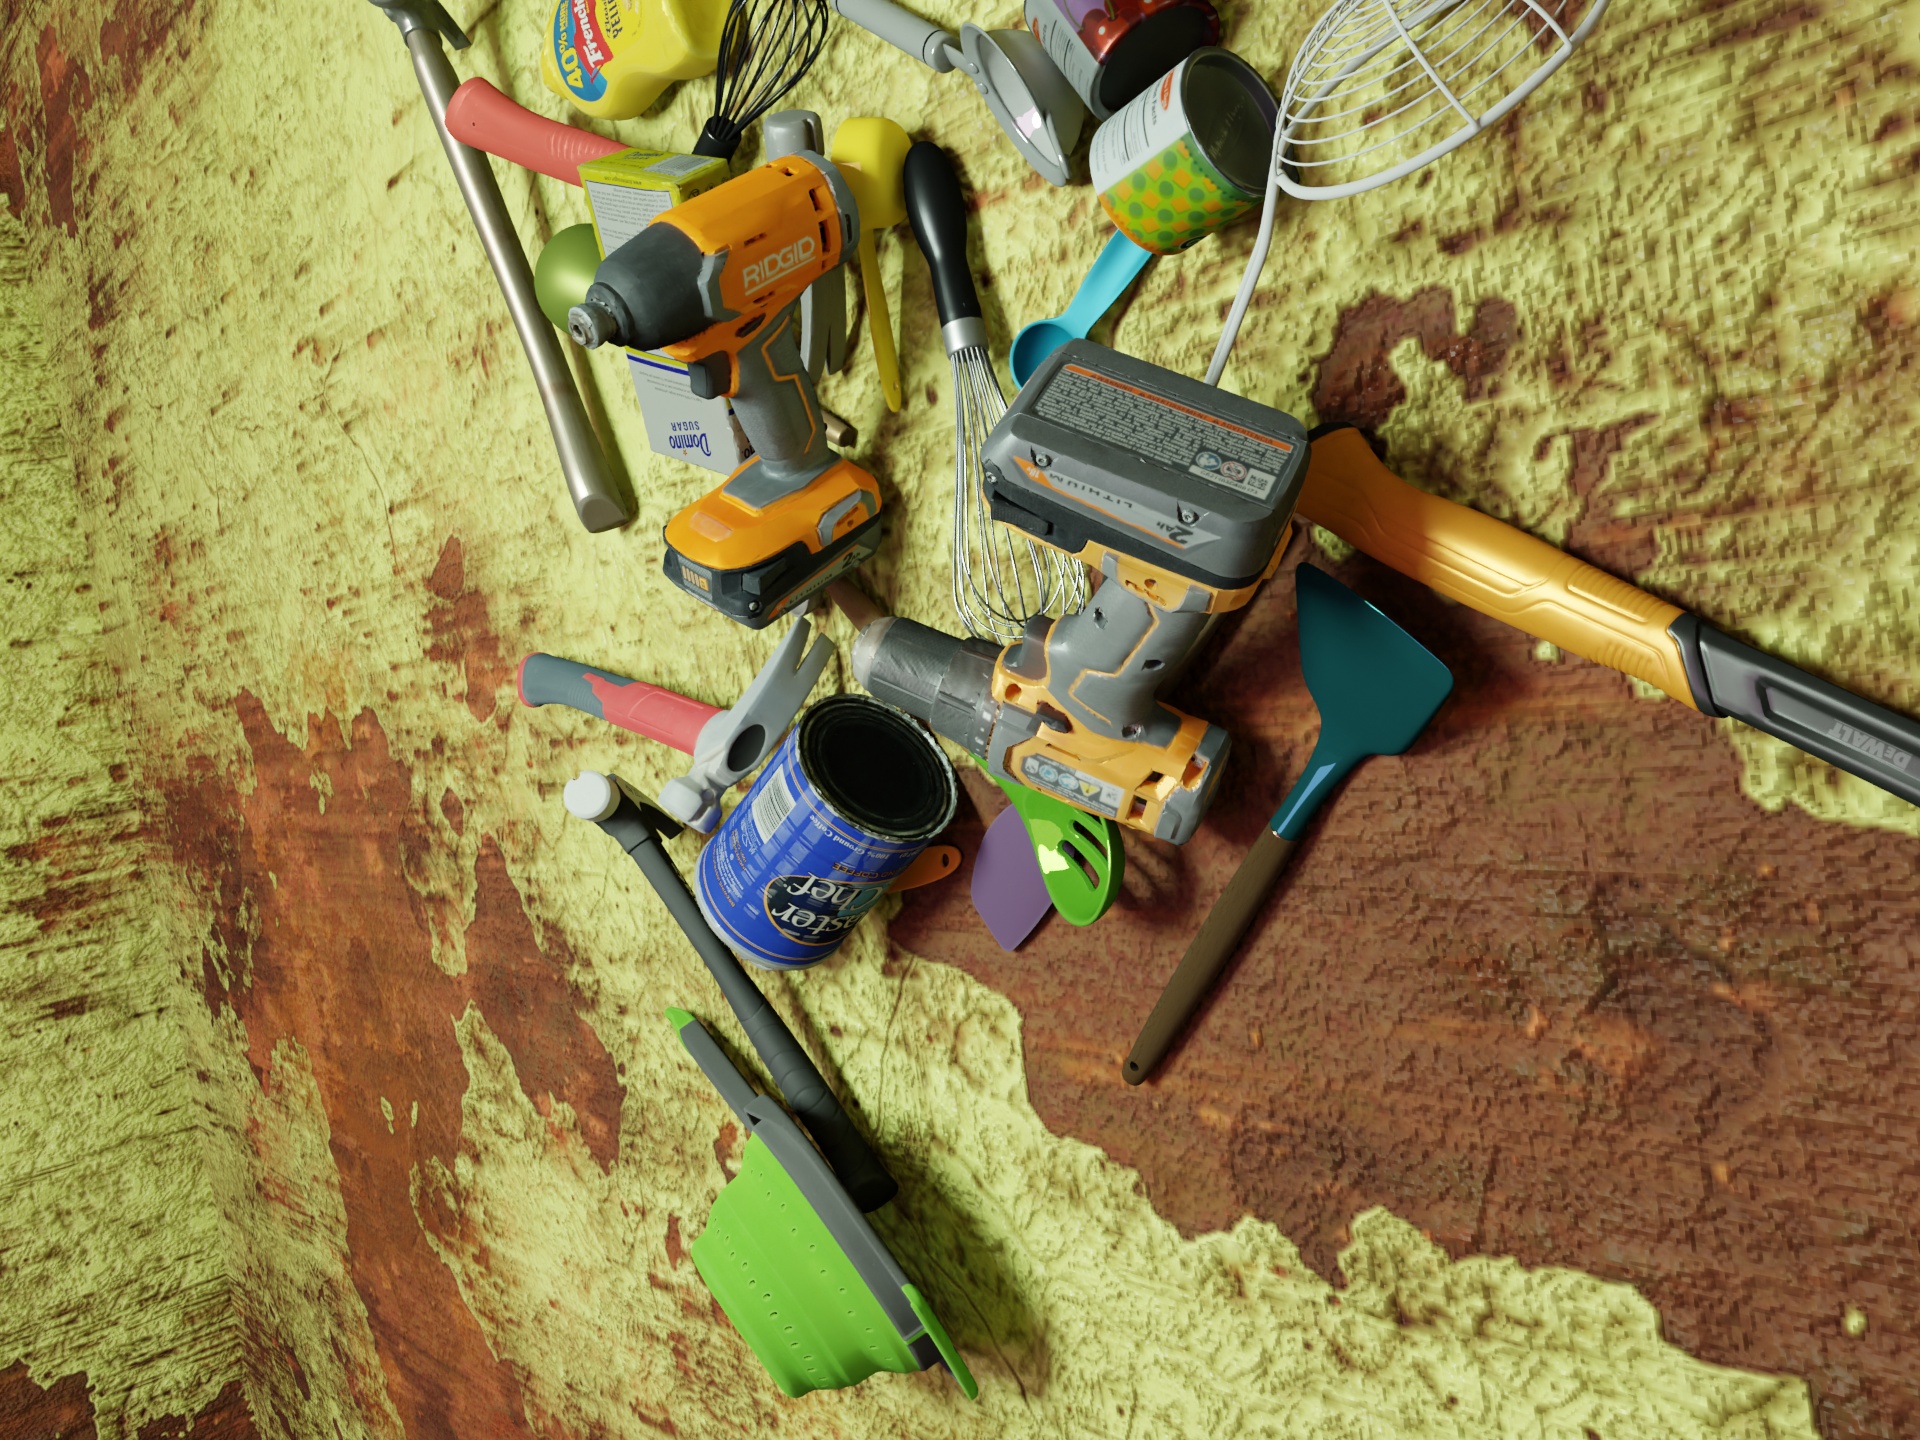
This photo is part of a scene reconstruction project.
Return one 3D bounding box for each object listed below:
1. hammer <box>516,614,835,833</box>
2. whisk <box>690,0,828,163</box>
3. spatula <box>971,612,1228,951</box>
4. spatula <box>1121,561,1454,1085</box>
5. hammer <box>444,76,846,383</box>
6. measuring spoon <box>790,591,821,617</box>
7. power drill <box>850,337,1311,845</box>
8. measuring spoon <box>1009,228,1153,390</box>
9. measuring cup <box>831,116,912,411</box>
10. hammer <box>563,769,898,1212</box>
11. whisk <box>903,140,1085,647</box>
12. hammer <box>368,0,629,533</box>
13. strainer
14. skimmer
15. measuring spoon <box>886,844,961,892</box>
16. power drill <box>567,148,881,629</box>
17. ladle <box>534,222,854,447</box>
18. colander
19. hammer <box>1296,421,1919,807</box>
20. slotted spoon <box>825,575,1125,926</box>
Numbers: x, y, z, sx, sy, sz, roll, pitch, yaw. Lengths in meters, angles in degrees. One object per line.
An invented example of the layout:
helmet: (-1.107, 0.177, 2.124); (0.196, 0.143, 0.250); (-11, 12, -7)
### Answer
hammer: (-0.221, -0.024, 1.106); (0.143, 0.038, 0.386); (-56, 32, -12)
whisk: (-0.139, -0.351, 0.947); (0.239, 0.055, 0.055); (-42, 67, 51)
spatula: (0.074, 0.012, 0.804); (0.060, 0.018, 0.315); (56, 137, 25)
spatula: (0.131, 0.070, 0.733); (0.082, 0.044, 0.317); (43, 131, 27)
hammer: (-0.202, -0.325, 0.975); (0.359, 0.037, 0.149); (29, 137, 35)
measuring spoon: (-0.111, -0.120, 0.997); (0.034, 0.018, 0.124); (-50, 55, 49)
power drill: (0.042, -0.051, 0.693); (0.185, 0.084, 0.226); (23, 143, 11)
measuring spoon: (0.070, -0.205, 0.760); (0.042, 0.021, 0.128); (46, 124, 10)
measuring cup: (-0.037, -0.244, 0.857); (0.029, 0.062, 0.156); (2, 116, 23)
hammer: (-0.146, 0.179, 1.059); (0.335, 0.035, 0.146); (54, 178, 13)
whisk: (0.010, -0.164, 0.811); (0.070, 0.070, 0.285); (-22, 77, 50)
hammer: (-0.323, -0.331, 1.143); (0.146, 0.038, 0.410); (-55, -56, -87)
strainer: (-0.003, -0.333, 0.792); (0.259, 0.050, 0.086); (46, 175, 39)
skimmer: (0.139, -0.146, 0.660); (0.090, 0.127, 0.363); (17, 136, -1)
measuring spoon: (-0.035, 0.093, 0.963); (0.117, 0.011, 0.021); (-23, 74, 46)
power drill: (-0.120, -0.164, 0.836); (0.084, 0.164, 0.226); (29, 141, 32)
ladle: (-0.172, -0.242, 1.022); (0.320, 0.062, 0.078); (34, 109, 31)
colander: (-0.139, 0.309, 1.028); (0.397, 0.094, 0.204); (33, 153, 52)
hammer: (0.246, -0.024, 0.581); (0.337, 0.034, 0.127); (37, 125, 38)
slotted spoon: (-0.001, -0.003, 0.868); (0.314, 0.031, 0.070); (48, 133, 39)
